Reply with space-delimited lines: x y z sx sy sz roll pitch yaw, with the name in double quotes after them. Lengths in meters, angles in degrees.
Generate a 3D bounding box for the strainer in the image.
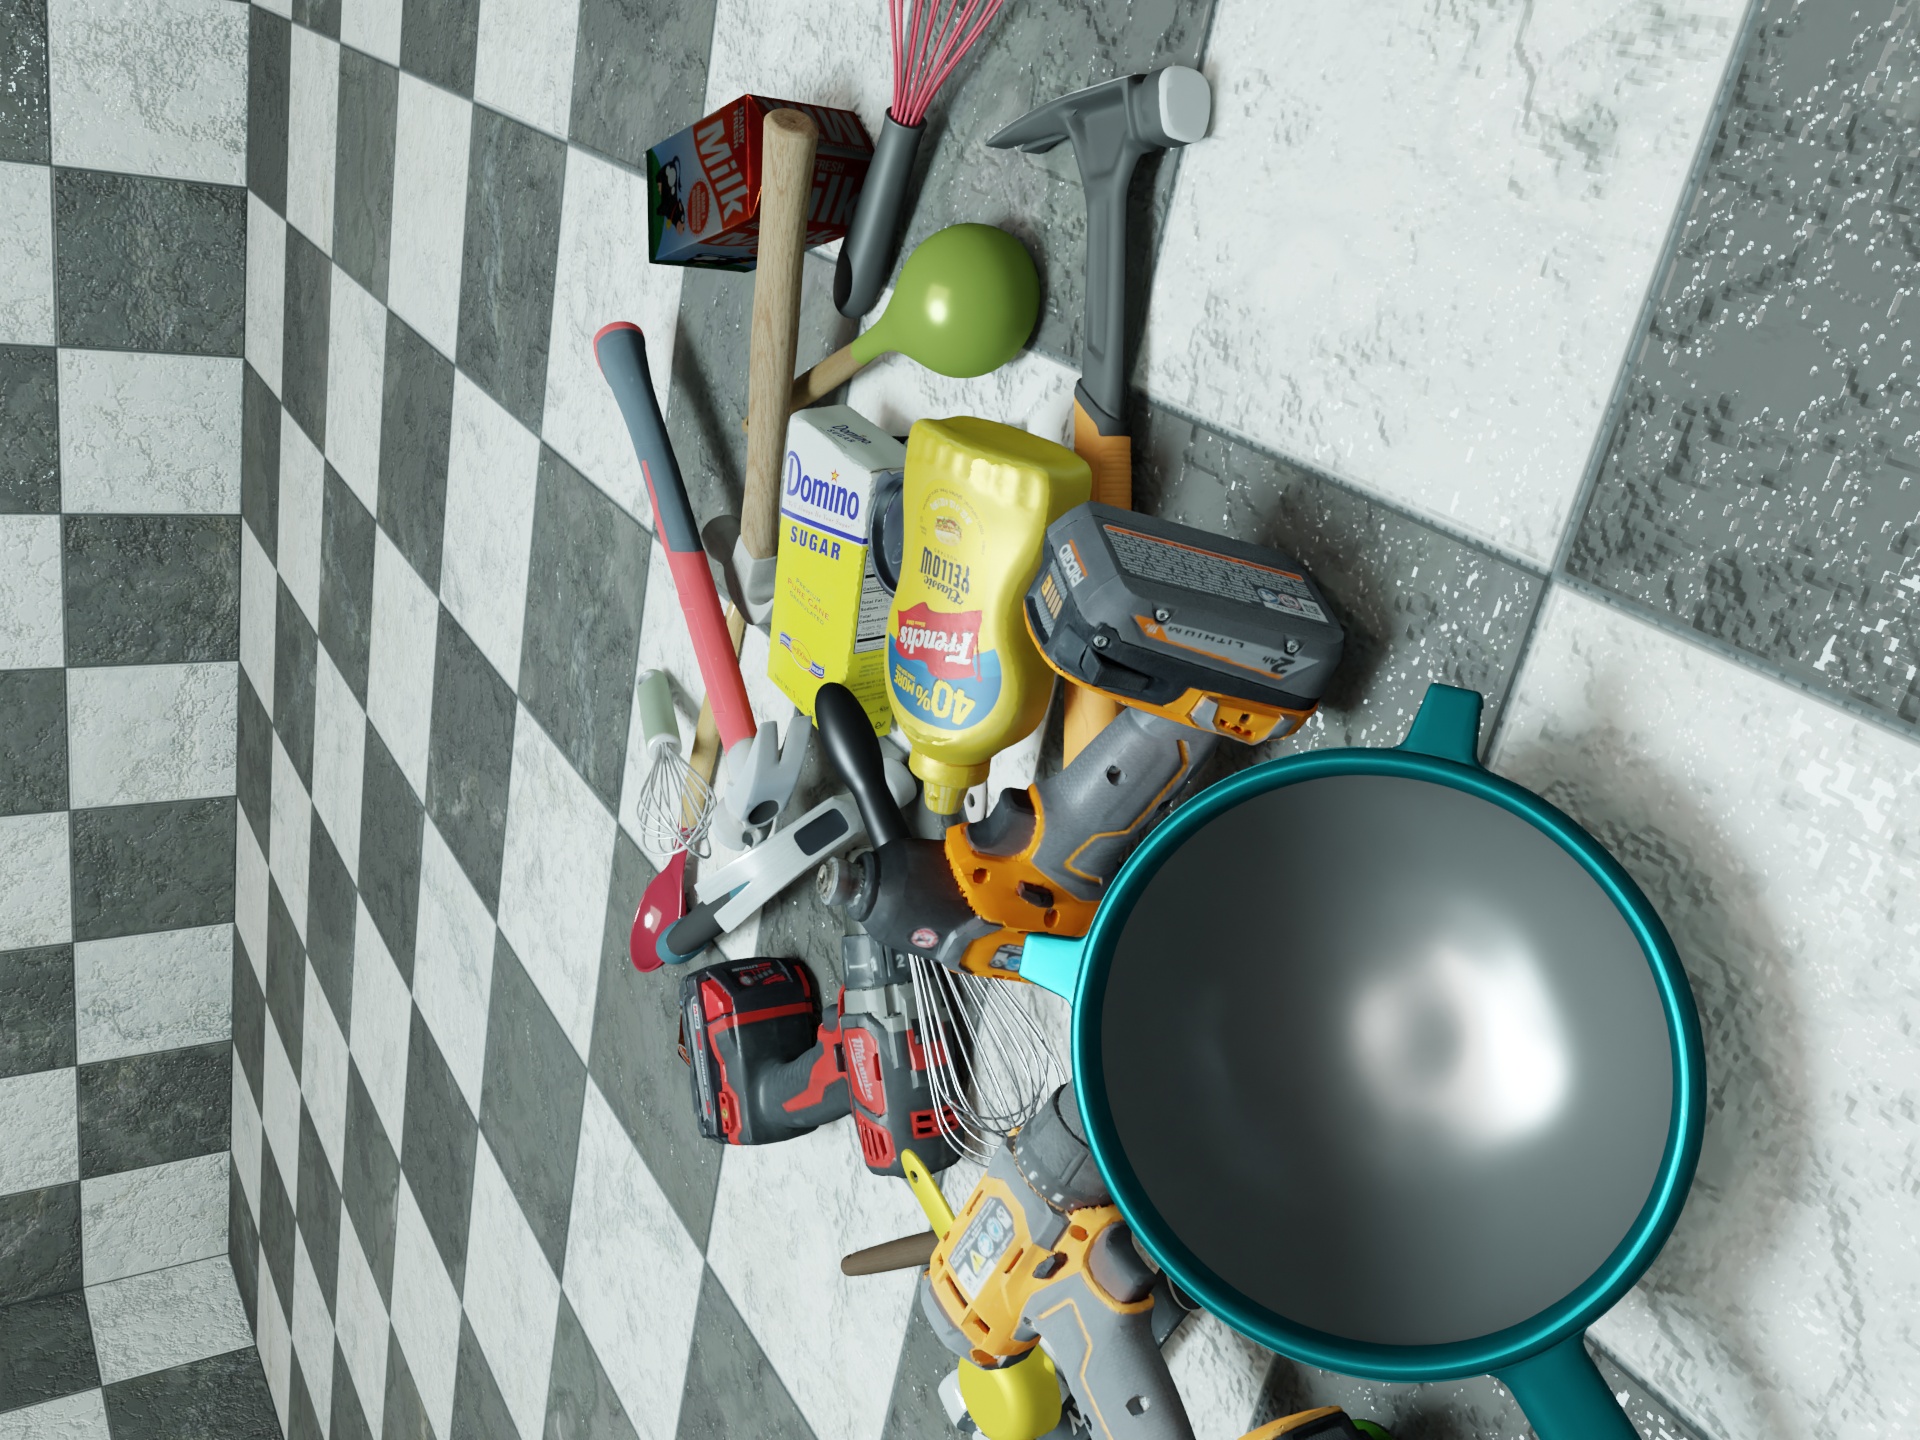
0.183 0.170 0.556 0.211 0.095 0.340 -35 74 19 "strainer"

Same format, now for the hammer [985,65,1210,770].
0.061 -0.123 0.755 0.127 0.034 0.337 10 102 54 "hammer"

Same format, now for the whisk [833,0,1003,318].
-0.023 -0.336 0.839 0.073 0.073 0.295 61 146 31 "whisk"

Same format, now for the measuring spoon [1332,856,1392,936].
0.142 0.062 0.680 0.129 0.021 0.042 14 97 64 "measuring spoon"

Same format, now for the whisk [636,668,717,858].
-0.205 0.024 1.109 0.058 0.059 0.247 -38 31 6 "whisk"

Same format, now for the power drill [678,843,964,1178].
-0.085 0.177 0.971 0.227 0.080 0.188 -16 81 52 "power drill"

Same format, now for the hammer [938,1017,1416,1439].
0.099 0.276 0.746 0.149 0.036 0.408 54 135 36 "hammer"

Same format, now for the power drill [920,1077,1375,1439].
0.085 0.258 0.669 0.226 0.084 0.185 49 121 39 "power drill"

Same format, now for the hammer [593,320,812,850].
-0.176 -0.116 1.029 0.143 0.038 0.387 120 135 -54 "hammer"

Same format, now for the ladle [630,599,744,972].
-0.195 0.052 1.157 0.069 0.031 0.315 49 130 47 "ladle"

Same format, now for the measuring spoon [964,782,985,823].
-0.001 -0.003 0.874 0.034 0.018 0.124 -5 90 56 "measuring spoon"

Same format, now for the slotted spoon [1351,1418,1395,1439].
0.216 0.426 0.601 0.070 0.031 0.314 -52 54 39 "slotted spoon"

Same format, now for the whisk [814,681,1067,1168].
-0.022 0.104 0.858 0.070 0.070 0.285 -44 64 48 "whisk"

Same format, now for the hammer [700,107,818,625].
-0.112 -0.194 0.945 0.130 0.031 0.331 56 148 38 "hammer"

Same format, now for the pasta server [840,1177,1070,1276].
-0.004 0.285 0.895 0.040 0.060 0.316 56 144 4 "pasta server"

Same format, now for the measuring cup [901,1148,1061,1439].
-0.001 0.296 0.817 0.157 0.029 0.062 60 140 18 "measuring cup"

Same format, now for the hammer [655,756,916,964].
-0.139 0.111 1.030 0.033 0.128 0.331 55 150 2 "hammer"

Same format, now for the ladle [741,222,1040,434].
-0.056 -0.207 0.922 0.320 0.062 0.078 -8 89 62 "ladle"

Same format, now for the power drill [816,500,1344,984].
0.044 0.024 0.681 0.084 0.164 0.226 -106 35 -49 "power drill"
